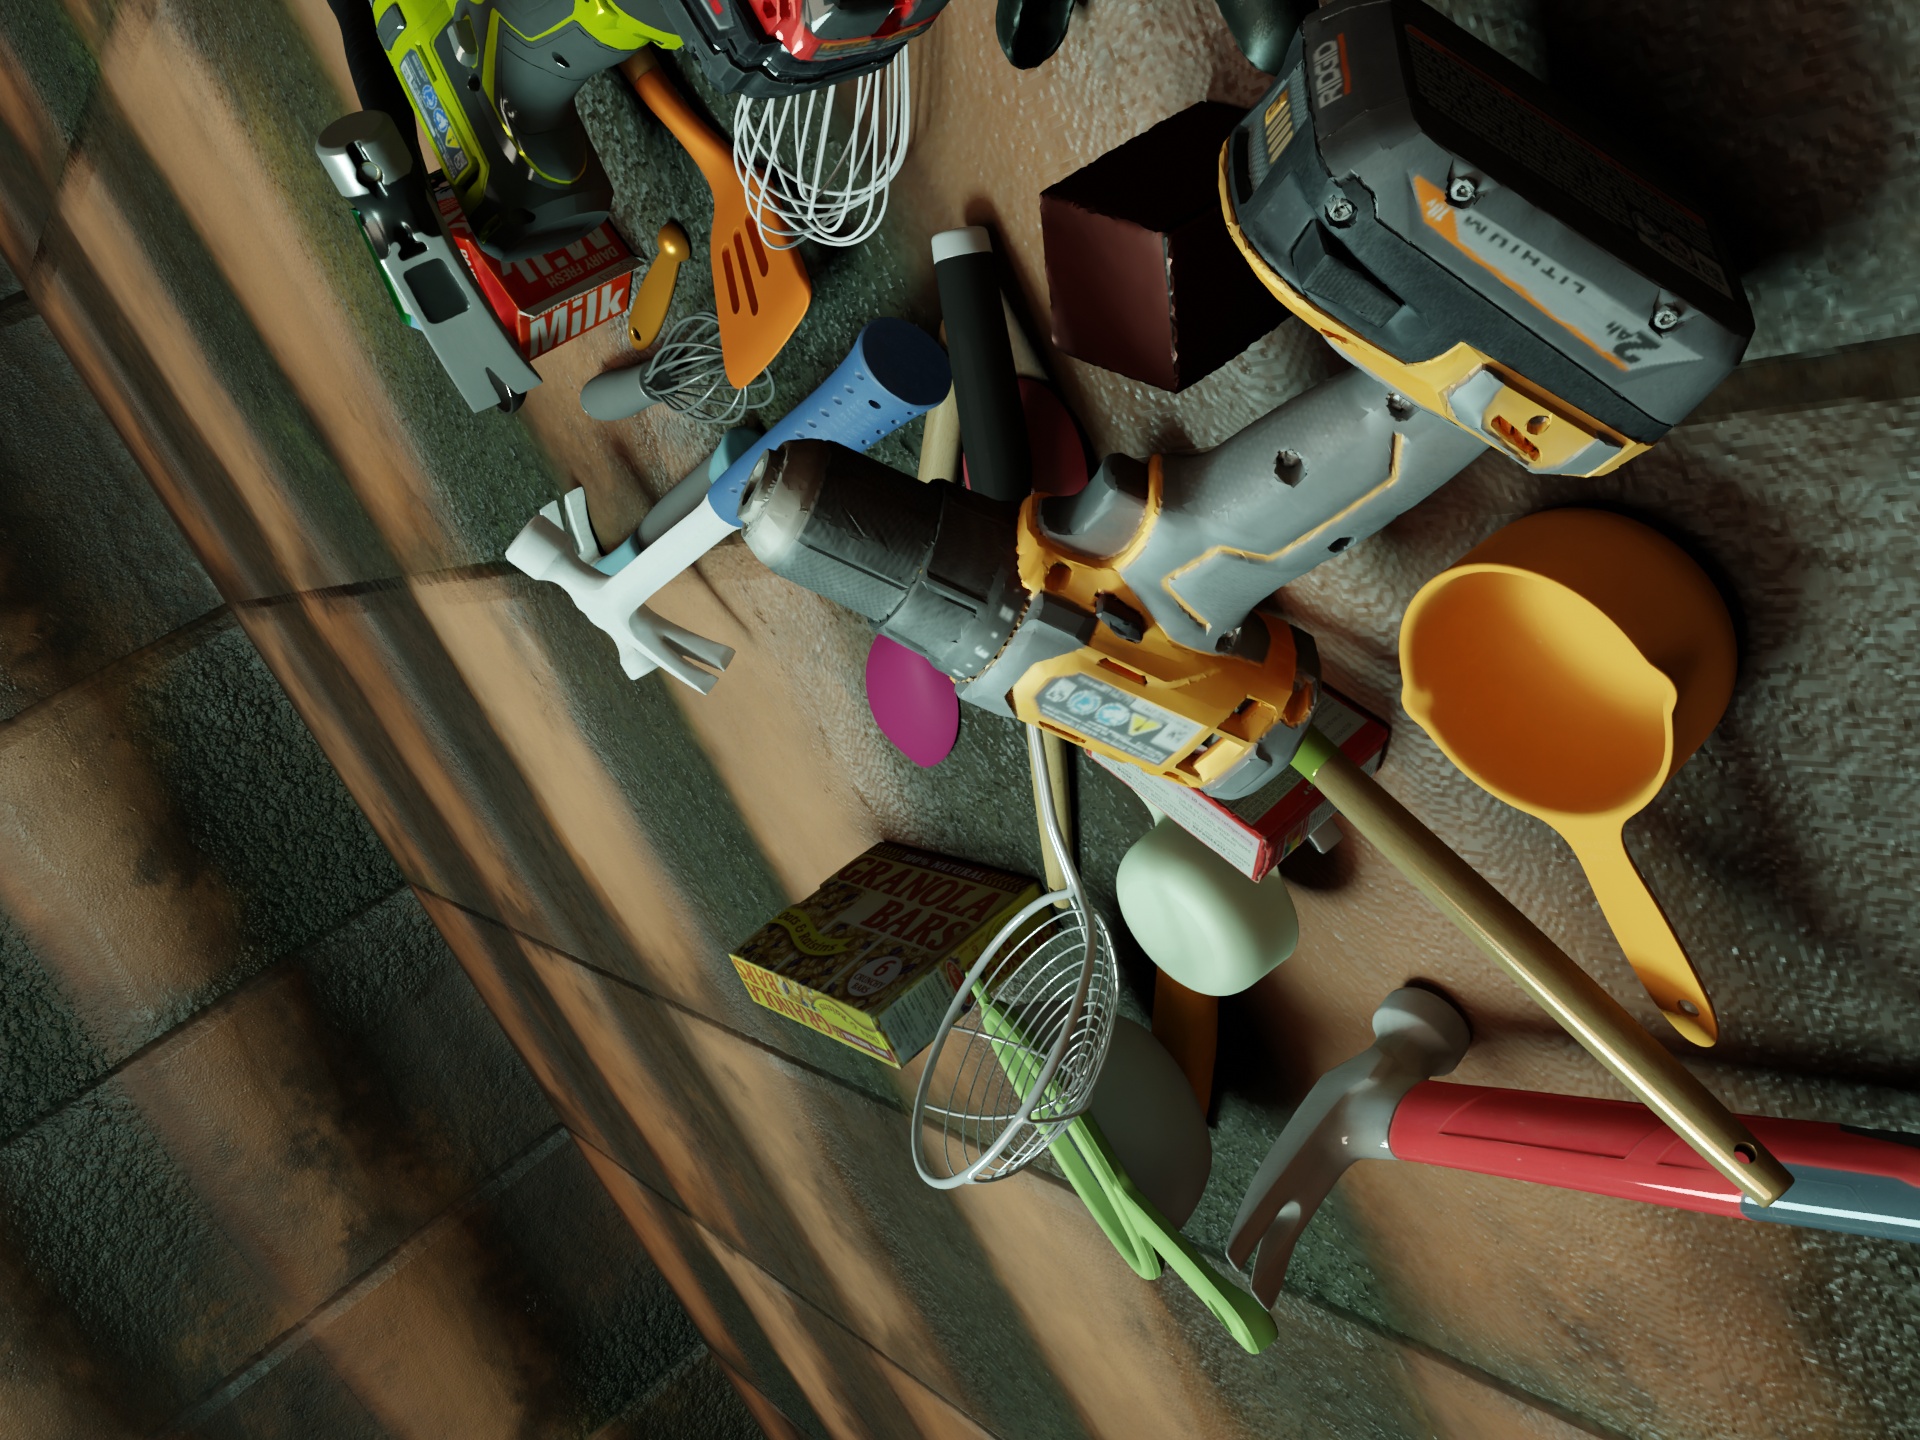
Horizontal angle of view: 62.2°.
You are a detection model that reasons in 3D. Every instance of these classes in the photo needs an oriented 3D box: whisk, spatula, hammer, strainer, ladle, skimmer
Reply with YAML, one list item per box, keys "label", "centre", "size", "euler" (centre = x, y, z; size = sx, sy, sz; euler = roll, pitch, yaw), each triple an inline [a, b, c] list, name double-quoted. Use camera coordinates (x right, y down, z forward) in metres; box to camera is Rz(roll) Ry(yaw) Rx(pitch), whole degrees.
- label: "whisk"
  centre: [-0.031, -0.269, 0.516]
  size: [0.070, 0.070, 0.284]
  euler: [45, 147, 16]
- label: "spatula"
  centre: [-0.157, -0.300, 0.696]
  size: [0.322, 0.041, 0.081]
  euler: [56, 142, -1]
- label: "hammer"
  centre: [-0.272, -0.283, 0.769]
  size: [0.146, 0.035, 0.335]
  euler: [70, 174, -48]
- label: "hammer"
  centre: [0.115, 0.116, 0.751]
  size: [0.127, 0.034, 0.336]
  euler: [37, 148, 32]
- label: "strainer"
  centre: [0.093, 0.197, 0.723]
  size: [0.151, 0.069, 0.256]
  euler: [63, 168, -18]
- label: "hammer"
  centre: [-0.114, -0.101, 0.798]
  size: [0.144, 0.035, 0.405]
  euler: [38, 154, -18]
- label: "ladle"
  centre: [0.037, -0.015, 0.734]
  size: [0.069, 0.031, 0.315]
  euler: [35, 149, 35]
- label: "skimmer"
  centre: [-0.001, -0.002, 0.619]
  size: [0.127, 0.090, 0.363]
  euler: [-156, 56, -76]
- label: "hammer"
  centre: [-0.180, -0.109, 0.961]
  size: [0.128, 0.033, 0.331]
  euler: [57, 153, -8]
- label: "hammer"
  centre: [0.248, 0.148, 0.482]
  size: [0.038, 0.143, 0.386]
  euler: [54, 150, -16]
- label: "whisk"
  centre: [-0.157, -0.177, 0.838]
  size: [0.239, 0.055, 0.055]
  euler: [10, 130, 60]
- label: "ladle"
  centre: [0.140, 0.029, 0.527]
  size: [0.320, 0.078, 0.062]
  euler: [48, 175, 30]

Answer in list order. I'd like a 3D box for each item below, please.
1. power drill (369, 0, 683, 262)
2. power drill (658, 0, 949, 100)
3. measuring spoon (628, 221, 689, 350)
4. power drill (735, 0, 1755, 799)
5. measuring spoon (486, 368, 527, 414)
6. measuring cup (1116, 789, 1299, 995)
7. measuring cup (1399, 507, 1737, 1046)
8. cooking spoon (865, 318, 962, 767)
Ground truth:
- label: "power drill"
  centre: [-0.172, -0.311, 0.630]
  size: [0.228, 0.080, 0.190]
  euler: [-12, 104, 53]
- label: "power drill"
  centre: [-0.013, -0.269, 0.391]
  size: [0.219, 0.078, 0.143]
  euler: [-23, 99, 52]
- label: "measuring spoon"
  centre: [-0.160, -0.221, 0.823]
  size: [0.021, 0.011, 0.117]
  euler: [54, 153, 0]
- label: "power drill"
  centre: [0.060, -0.076, 0.427]
  size: [0.185, 0.084, 0.226]
  euler: [23, 137, -19]
- label: "measuring spoon"
  centre: [-0.257, -0.217, 0.824]
  size: [0.124, 0.018, 0.034]
  euler: [61, 152, -2]
- label: "measuring cup"
  centre: [0.069, 0.042, 0.656]
  size: [0.167, 0.038, 0.083]
  euler: [51, 154, 4]
- label: "measuring cup"
  centre: [0.202, 0.016, 0.479]
  size: [0.095, 0.052, 0.173]
  euler: [-6, 118, 60]
- label: "cooking spoon"
  centre: [-0.018, -0.071, 0.762]
  size: [0.069, 0.017, 0.318]
  euler: [42, 151, 20]
